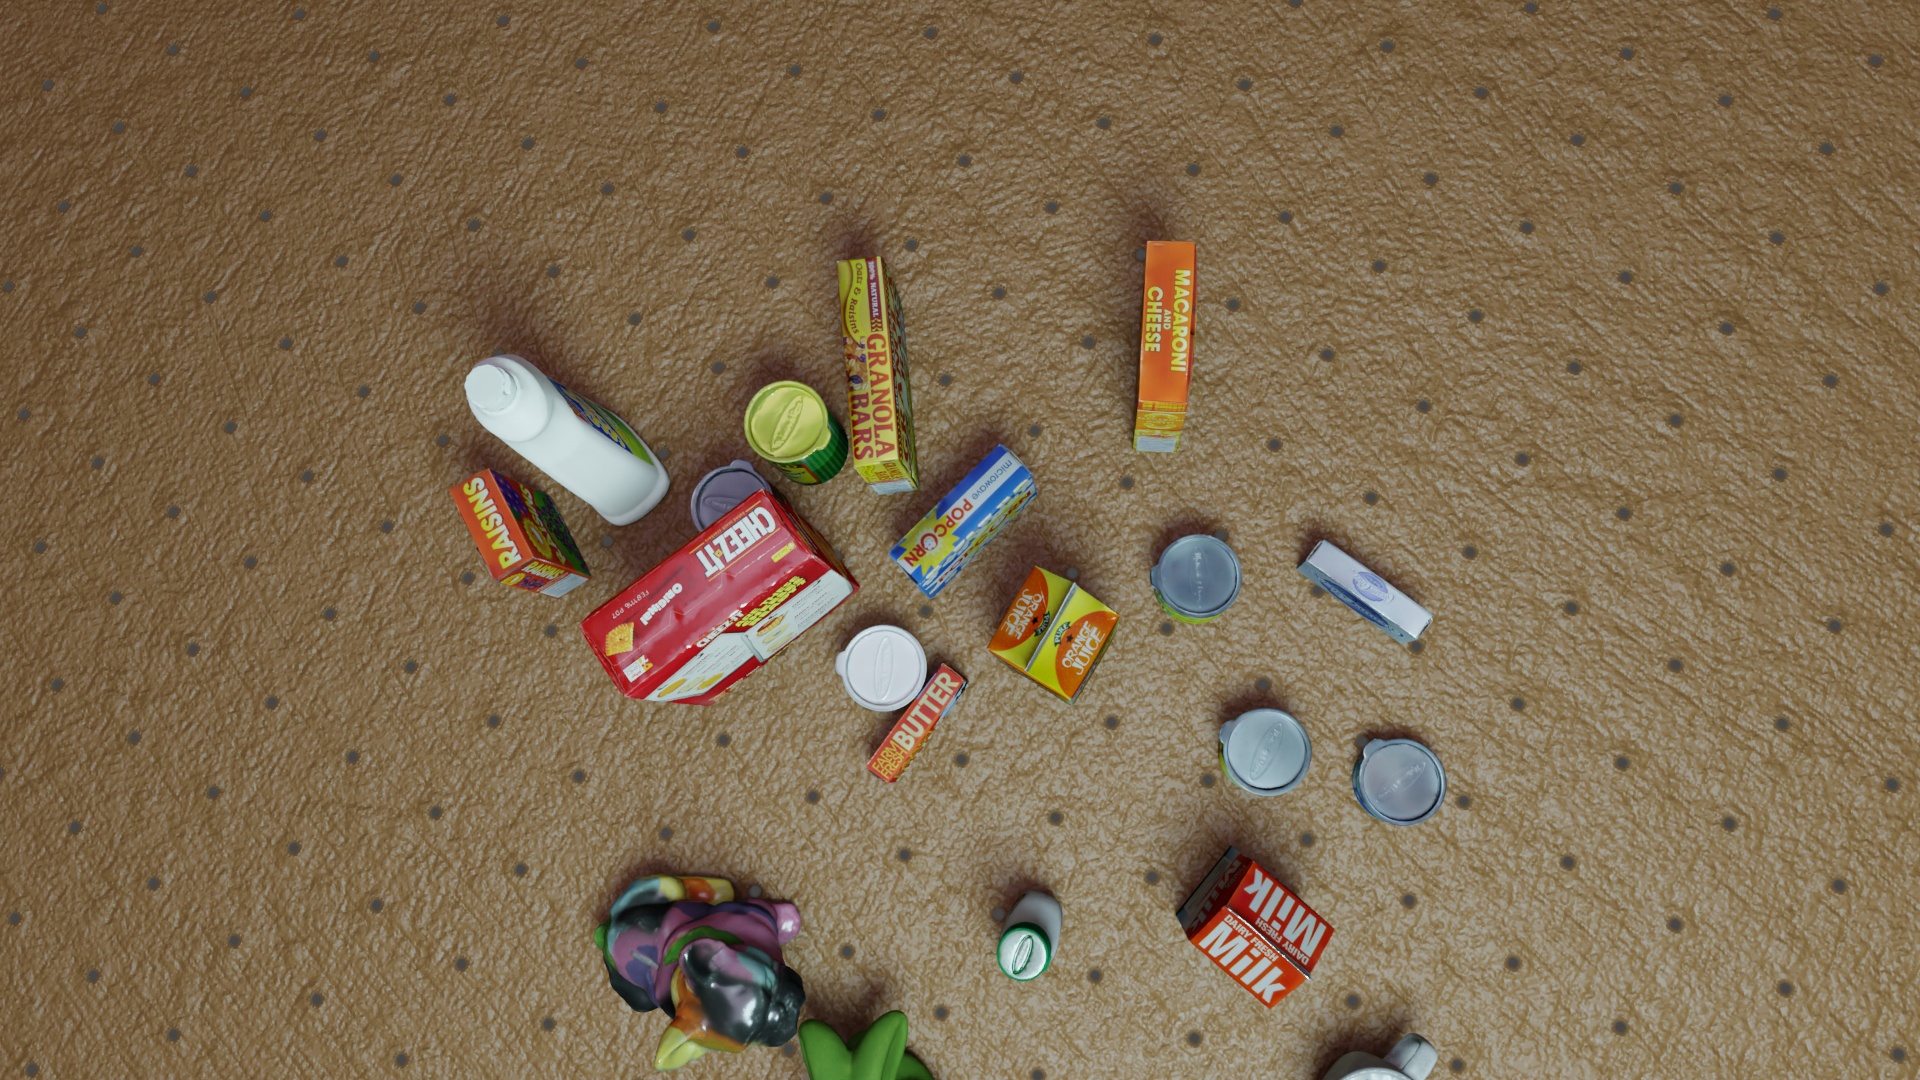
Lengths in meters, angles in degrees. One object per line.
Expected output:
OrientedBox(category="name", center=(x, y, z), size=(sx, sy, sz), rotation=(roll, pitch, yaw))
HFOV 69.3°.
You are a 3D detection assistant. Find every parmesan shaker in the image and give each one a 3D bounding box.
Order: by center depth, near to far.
OrientedBox(category="parmesan shaker", center=(-0.129, -0.084, 1.129), size=(0.071, 0.103, 0.071), rotation=(-1, 81, 5))

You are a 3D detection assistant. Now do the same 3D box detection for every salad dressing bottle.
OrientedBox(category="salad dressing bottle", center=(0.050, 0.295, 1.027), size=(0.044, 0.147, 0.064), rotation=(22, 84, 8))

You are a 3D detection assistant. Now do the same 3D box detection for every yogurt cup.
OrientedBox(category="yogurt cup", center=(-0.058, 0.104, 1.116), size=(0.072, 0.054, 0.072), rotation=(-1, 81, 5))

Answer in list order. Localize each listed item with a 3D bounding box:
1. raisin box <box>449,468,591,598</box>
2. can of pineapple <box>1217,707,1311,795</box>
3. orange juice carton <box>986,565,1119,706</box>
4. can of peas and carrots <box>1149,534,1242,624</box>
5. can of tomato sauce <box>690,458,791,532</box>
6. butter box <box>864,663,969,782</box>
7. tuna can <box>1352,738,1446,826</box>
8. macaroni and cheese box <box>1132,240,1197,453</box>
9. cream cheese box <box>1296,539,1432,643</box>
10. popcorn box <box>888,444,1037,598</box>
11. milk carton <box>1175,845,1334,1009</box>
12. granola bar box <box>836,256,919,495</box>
OrientedBox(category="raisin box", center=(-0.355, -0.004, 1.126), size=(0.040, 0.123, 0.086), rotation=(-29, 80, 0))
OrientedBox(category="can of pineapple", center=(0.234, 0.162, 1.078), size=(0.071, 0.058, 0.071), rotation=(-1, 81, 5))
OrientedBox(category="orange juice carton", center=(0.070, 0.073, 1.039), size=(0.073, 0.192, 0.072), rotation=(31, 85, 9))
OrientedBox(category="can of peas and carrots", center=(0.185, 0.032, 1.103), size=(0.071, 0.058, 0.071), rotation=(-1, 81, 5))
OrientedBox(category="can of tomato sauce", center=(-0.176, -0.024, 1.133), size=(0.071, 0.083, 0.071), rotation=(-1, 81, 5))
OrientedBox(category="butter box", center=(-0.033, 0.146, 1.107), size=(0.024, 0.053, 0.103), rotation=(36, 86, 10))
OrientedBox(category="tuna can", center=(0.338, 0.185, 1.077), size=(0.071, 0.033, 0.071), rotation=(-1, 81, 5))
OrientedBox(category="macaroni and cheese box", center=(0.158, -0.146, 1.081), size=(0.040, 0.166, 0.124), rotation=(3, 81, 6))
OrientedBox(category="cream cheese box", center=(0.317, 0.041, 1.093), size=(0.104, 0.053, 0.024), rotation=(36, 86, 10))
OrientedBox(category="popcorn box", center=(0.004, -0.014, 1.114), size=(0.127, 0.085, 0.038), rotation=(-44, 80, -3))
OrientedBox(category="milk carton", center=(0.209, 0.275, 0.994), size=(0.072, 0.190, 0.073), rotation=(39, 87, 10))
OrientedBox(category="granola bar box", center=(-0.065, -0.129, 1.120), size=(0.039, 0.124, 0.165), rotation=(-6, 80, 4))
